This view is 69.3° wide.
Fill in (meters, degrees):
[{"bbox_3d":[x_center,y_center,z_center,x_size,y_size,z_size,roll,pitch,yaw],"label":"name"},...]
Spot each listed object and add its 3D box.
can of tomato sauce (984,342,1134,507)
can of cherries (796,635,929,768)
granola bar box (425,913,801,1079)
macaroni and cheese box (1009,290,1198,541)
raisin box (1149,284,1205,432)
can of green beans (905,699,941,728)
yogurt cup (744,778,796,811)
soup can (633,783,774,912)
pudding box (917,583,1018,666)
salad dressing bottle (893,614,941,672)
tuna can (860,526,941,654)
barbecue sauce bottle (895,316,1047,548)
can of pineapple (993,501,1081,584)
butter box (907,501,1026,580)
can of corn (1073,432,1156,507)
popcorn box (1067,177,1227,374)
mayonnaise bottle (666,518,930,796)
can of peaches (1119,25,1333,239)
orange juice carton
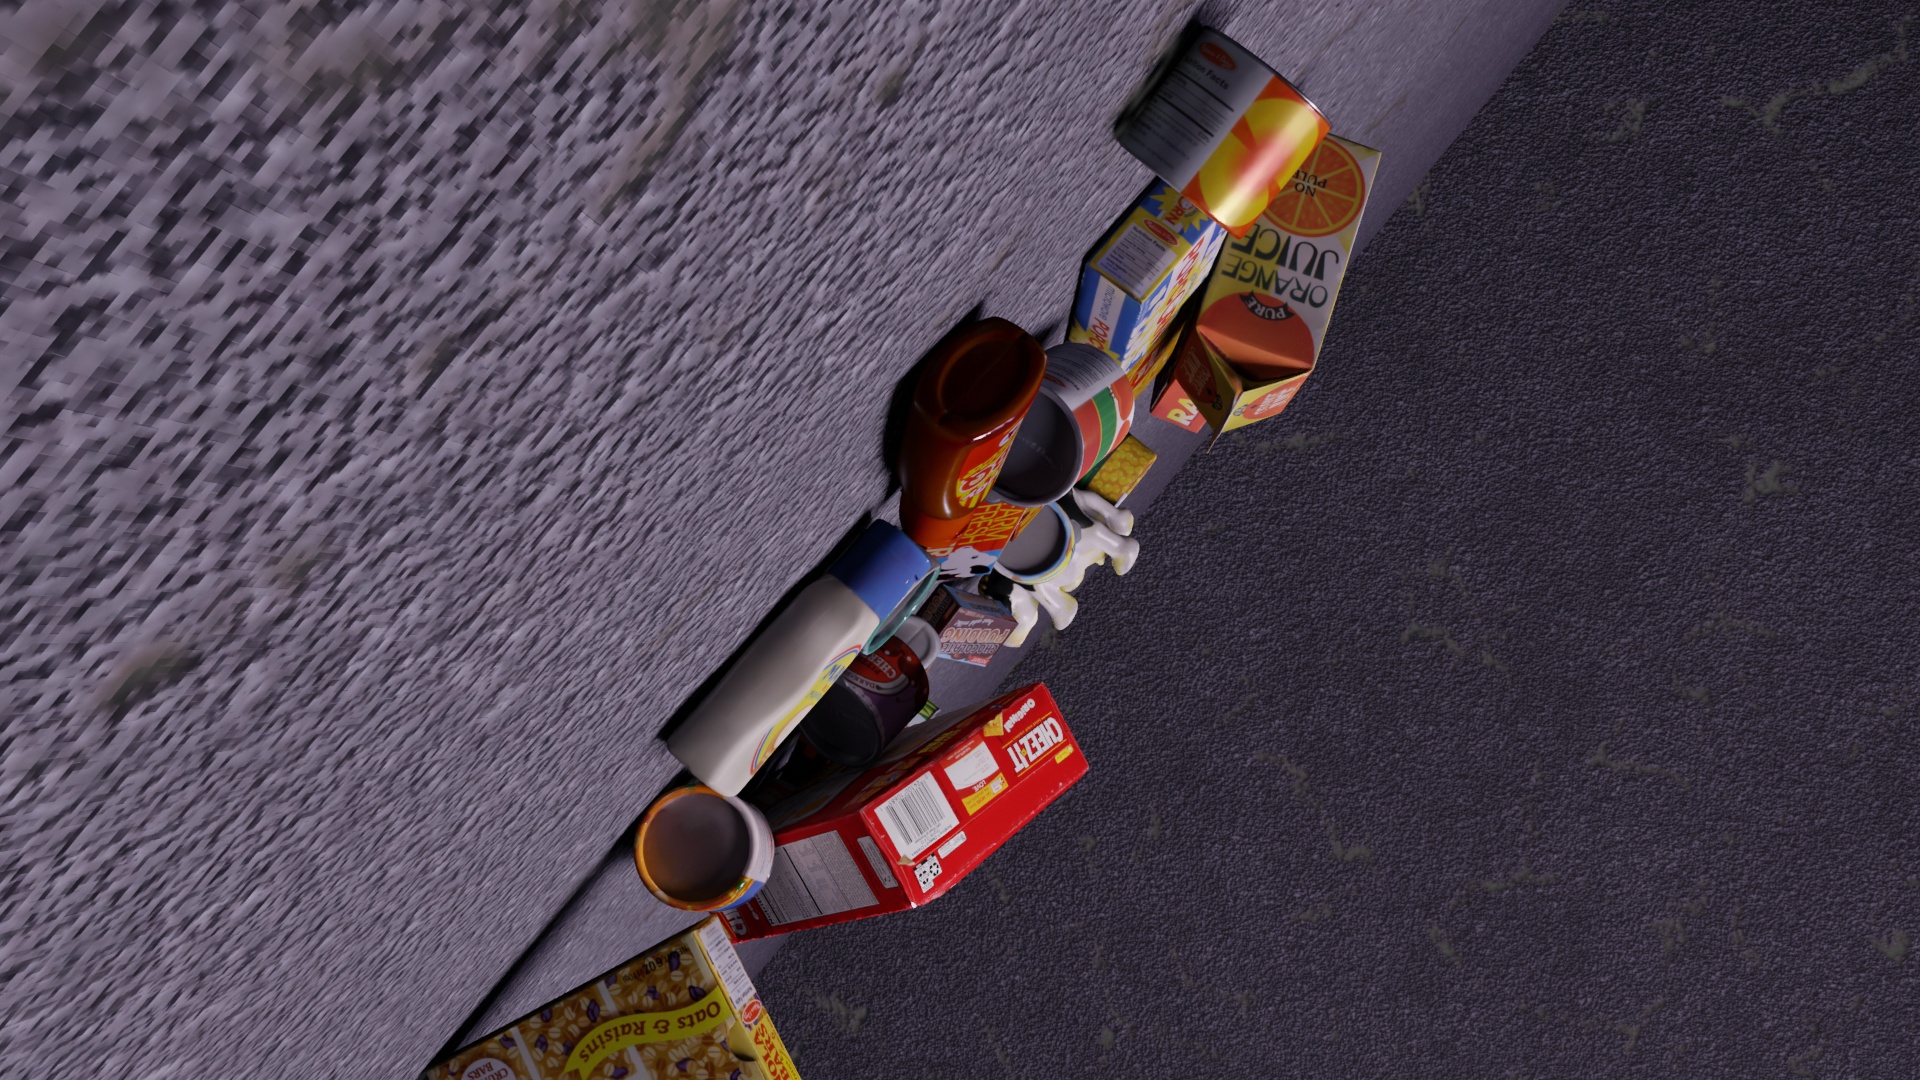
[{"bbox_3d":[0.045,-0.059,0.714,0.071,0.071,0.083,-55,172,31],"label":"can of tomato sauce"},{"bbox_3d":[-0.060,0.094,0.850,0.059,0.071,0.071,-42,169,-47],"label":"can of cherries"},{"bbox_3d":[-0.174,0.289,0.719,0.165,0.124,0.039,-29,175,6],"label":"granola bar box"},{"bbox_3d":[0.073,-0.083,0.858,0.167,0.040,0.123,-49,172,-10],"label":"macaroni and cheese box"},{"bbox_3d":[0.170,-0.147,0.949,0.085,0.040,0.124,121,-13,-52],"label":"raisin box"},{"bbox_3d":[-0.059,0.143,1.120,0.071,0.058,0.071,-49,172,-9],"label":"can of green beans"},{"bbox_3d":[-0.137,0.210,0.978,0.054,0.072,0.072,-31,161,-44],"label":"yogurt cup"},{"bbox_3d":[-0.141,0.170,0.758,0.071,0.071,0.083,-48,171,-13],"label":"soup can"},{"bbox_3d":[0.002,0.068,1.090,0.049,0.030,0.083,-52,144,14],"label":"pudding box"},{"bbox_3d":[-0.052,0.101,1.010,0.064,0.044,0.147,-45,171,-27],"label":"salad dressing bottle"},{"bbox_3d":[-0.044,0.029,0.758,0.071,0.033,0.071,-49,172,-10],"label":"tuna can"},{"bbox_3d":[-0.002,-0.040,0.625,0.065,0.044,0.148,-48,172,-22],"label":"barbecue sauce bottle"},{"bbox_3d":[0.052,-0.003,1.021,0.071,0.071,0.058,-50,172,1],"label":"can of pineapple"},{"bbox_3d":[0.003,-0.010,0.778,0.053,0.024,0.103,-7,155,-18],"label":"butter box"},{"bbox_3d":[0.123,-0.065,1.157,0.071,0.058,0.071,-49,172,-9],"label":"can of corn"},{"bbox_3d":[0.101,-0.143,0.740,0.085,0.038,0.126,-50,172,-10],"label":"popcorn box"},{"bbox_3d":[-0.075,0.055,0.666,0.148,0.041,0.064,-48,170,-11],"label":"mayonnaise bottle"},{"bbox_3d":[0.109,-0.164,0.568,0.058,0.071,0.071,-51,172,16],"label":"can of peaches"},{"bbox_3d":[0.181,-0.147,0.826,0.071,0.073,0.193,101,10,-74],"label":"orange juice carton"}]
